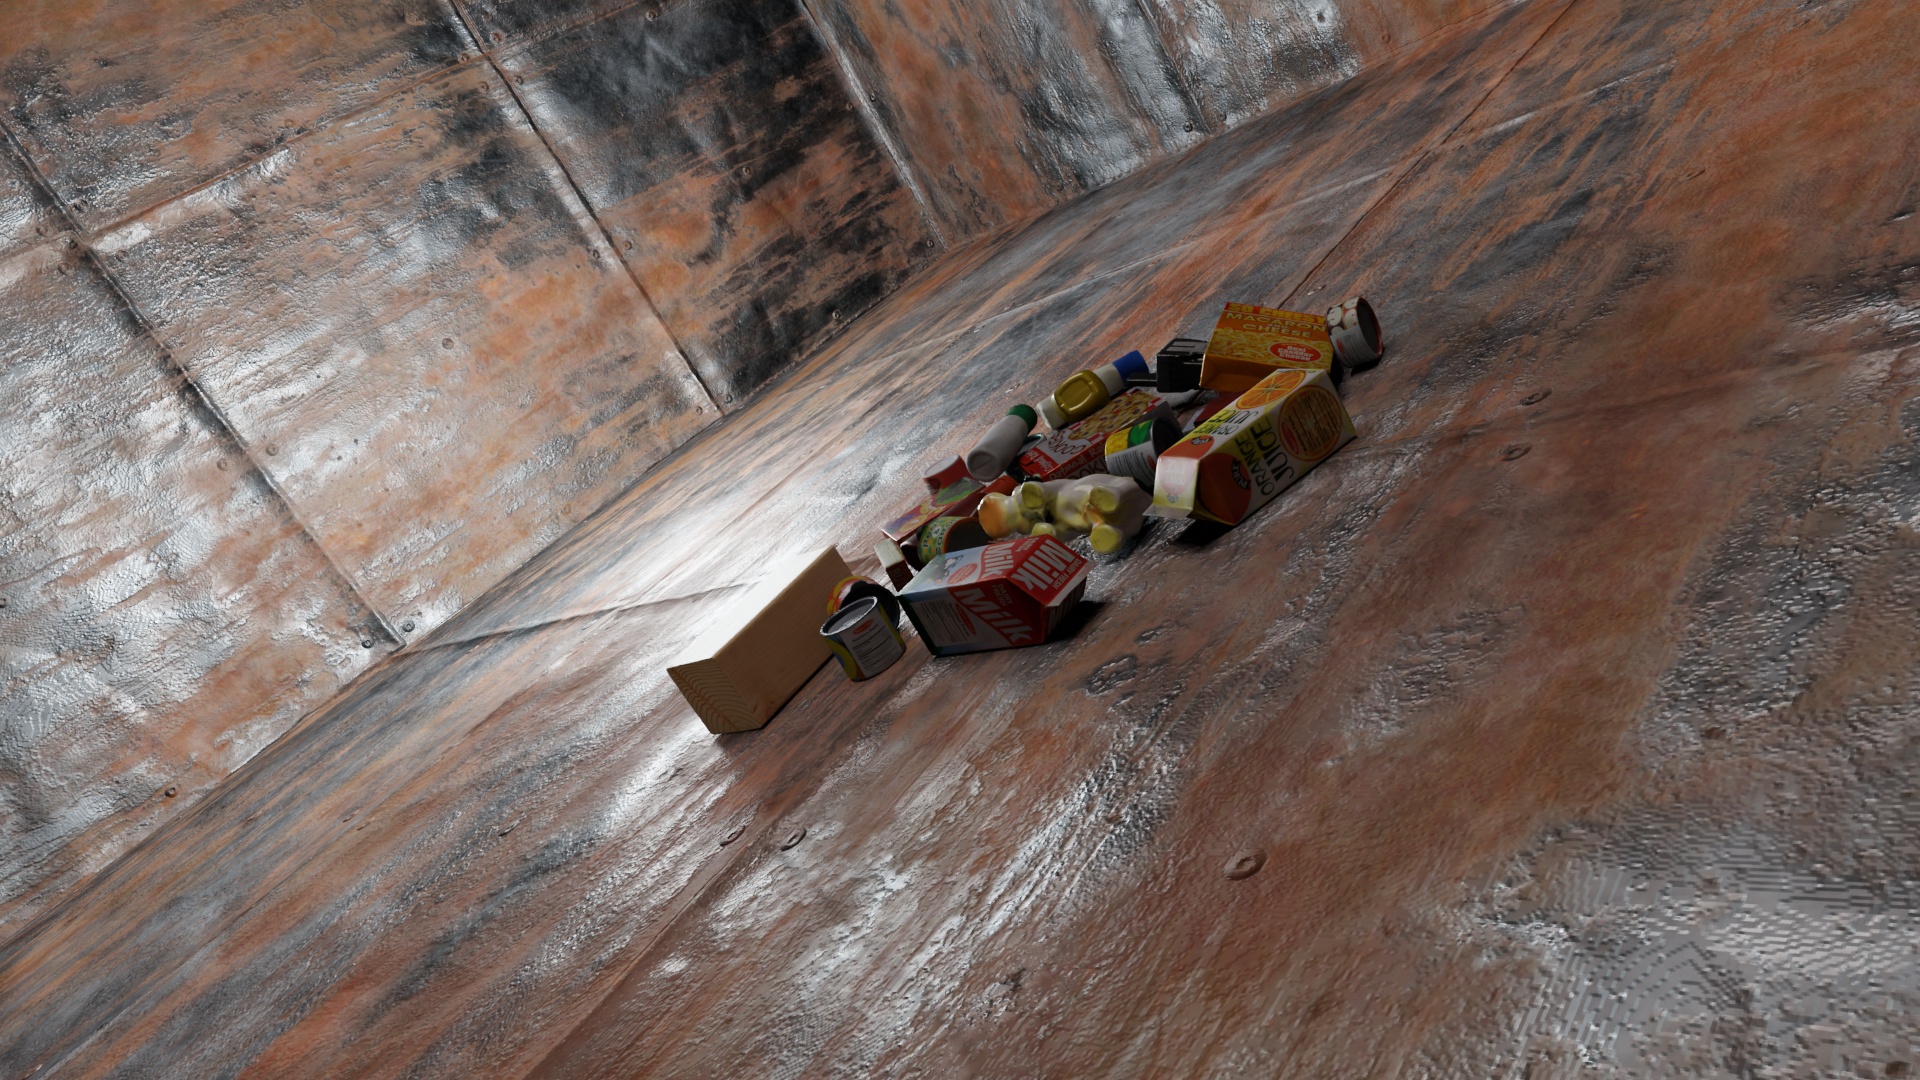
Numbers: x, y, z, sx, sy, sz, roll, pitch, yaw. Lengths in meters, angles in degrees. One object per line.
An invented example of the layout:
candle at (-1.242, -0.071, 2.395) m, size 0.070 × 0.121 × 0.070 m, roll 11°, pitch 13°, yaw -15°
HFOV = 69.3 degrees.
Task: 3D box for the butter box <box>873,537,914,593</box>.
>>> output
butter box at (-0.067, 0.035, 1.512) m, size 0.024 × 0.053 × 0.104 m, roll -29°, pitch 17°, yaw -3°

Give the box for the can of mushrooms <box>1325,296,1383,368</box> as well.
can of mushrooms at (0.398, -0.212, 1.402) m, size 0.033 × 0.071 × 0.071 m, roll -18°, pitch 20°, yaw 36°

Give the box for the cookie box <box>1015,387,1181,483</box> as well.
cookie box at (0.152, -0.110, 1.575) m, size 0.167 × 0.040 × 0.123 m, roll -31°, pitch 16°, yaw -2°

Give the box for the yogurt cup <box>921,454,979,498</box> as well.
yogurt cup at (-0.012, -0.071, 1.721) m, size 0.072 × 0.054 × 0.072 m, roll -27°, pitch 17°, yaw 9°

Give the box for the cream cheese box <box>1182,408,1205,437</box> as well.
cream cheese box at (0.283, -0.128, 1.433) m, size 0.103 × 0.024 × 0.054 m, roll -18°, pitch 21°, yaw 37°

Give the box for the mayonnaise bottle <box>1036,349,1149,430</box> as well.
mayonnaise bottle at (0.171, -0.194, 1.791) m, size 0.148 × 0.041 × 0.065 m, roll -29°, pitch 10°, yaw 1°

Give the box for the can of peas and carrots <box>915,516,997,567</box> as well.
can of peas and carrots at (-0.004, 0.006, 1.453) m, size 0.071 × 0.071 × 0.058 m, roll -38°, pitch 19°, yaw -24°

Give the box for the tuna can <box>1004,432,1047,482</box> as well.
tuna can at (0.079, -0.100, 1.687) m, size 0.071 × 0.032 × 0.071 m, roll -27°, pitch 17°, yaw 9°

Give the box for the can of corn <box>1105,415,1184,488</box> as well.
can of corn at (0.188, -0.086, 1.401) m, size 0.058 × 0.071 × 0.071 m, roll -19°, pitch 20°, yaw 36°

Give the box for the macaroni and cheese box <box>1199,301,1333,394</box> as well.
macaroni and cheese box at (0.321, -0.194, 1.432) m, size 0.124 × 0.040 × 0.167 m, roll 11°, pitch 30°, yaw 13°

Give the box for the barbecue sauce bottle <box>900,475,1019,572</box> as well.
barbecue sauce bottle at (0.006, -0.020, 1.560) m, size 0.149 × 0.043 × 0.065 m, roll -37°, pitch 26°, yaw -24°

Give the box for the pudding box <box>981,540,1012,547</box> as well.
pudding box at (0.040, 0.025, 1.395) m, size 0.050 × 0.030 × 0.083 m, roll -38°, pitch 18°, yaw -23°

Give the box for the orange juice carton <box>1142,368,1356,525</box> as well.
orange juice carton at (0.252, -0.074, 1.245) m, size 0.193 × 0.073 × 0.072 m, roll -36°, pitch 17°, yaw -15°

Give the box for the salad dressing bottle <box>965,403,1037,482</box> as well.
salad dressing bottle at (0.053, -0.119, 1.651) m, size 0.064 × 0.044 × 0.148 m, roll -32°, pitch 11°, yaw 34°

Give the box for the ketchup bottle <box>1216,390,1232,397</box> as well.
ketchup bottle at (0.324, -0.200, 1.535) m, size 0.064 × 0.043 × 0.149 m, roll -9°, pitch 24°, yaw 26°

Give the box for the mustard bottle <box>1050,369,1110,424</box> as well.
mustard bottle at (0.151, -0.169, 1.692) m, size 0.065 × 0.049 × 0.160 m, roll -37°, pitch -8°, yaw 9°

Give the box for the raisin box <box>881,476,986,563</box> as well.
raisin box at (-0.025, -0.024, 1.633) m, size 0.123 × 0.040 × 0.086 m, roll -32°, pitch 17°, yaw -9°

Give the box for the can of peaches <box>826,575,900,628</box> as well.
can of peaches at (-0.101, 0.070, 1.435) m, size 0.071 × 0.071 × 0.058 m, roll -34°, pitch 15°, yaw -10°

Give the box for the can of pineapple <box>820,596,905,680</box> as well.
can of pineapple at (-0.097, 0.096, 1.372) m, size 0.071 × 0.057 × 0.071 m, roll -28°, pitch 16°, yaw 9°

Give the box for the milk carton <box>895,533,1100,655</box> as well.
milk carton at (0.038, 0.049, 1.252) m, size 0.190 × 0.073 × 0.073 m, roll -11°, pitch 25°, yaw 48°
